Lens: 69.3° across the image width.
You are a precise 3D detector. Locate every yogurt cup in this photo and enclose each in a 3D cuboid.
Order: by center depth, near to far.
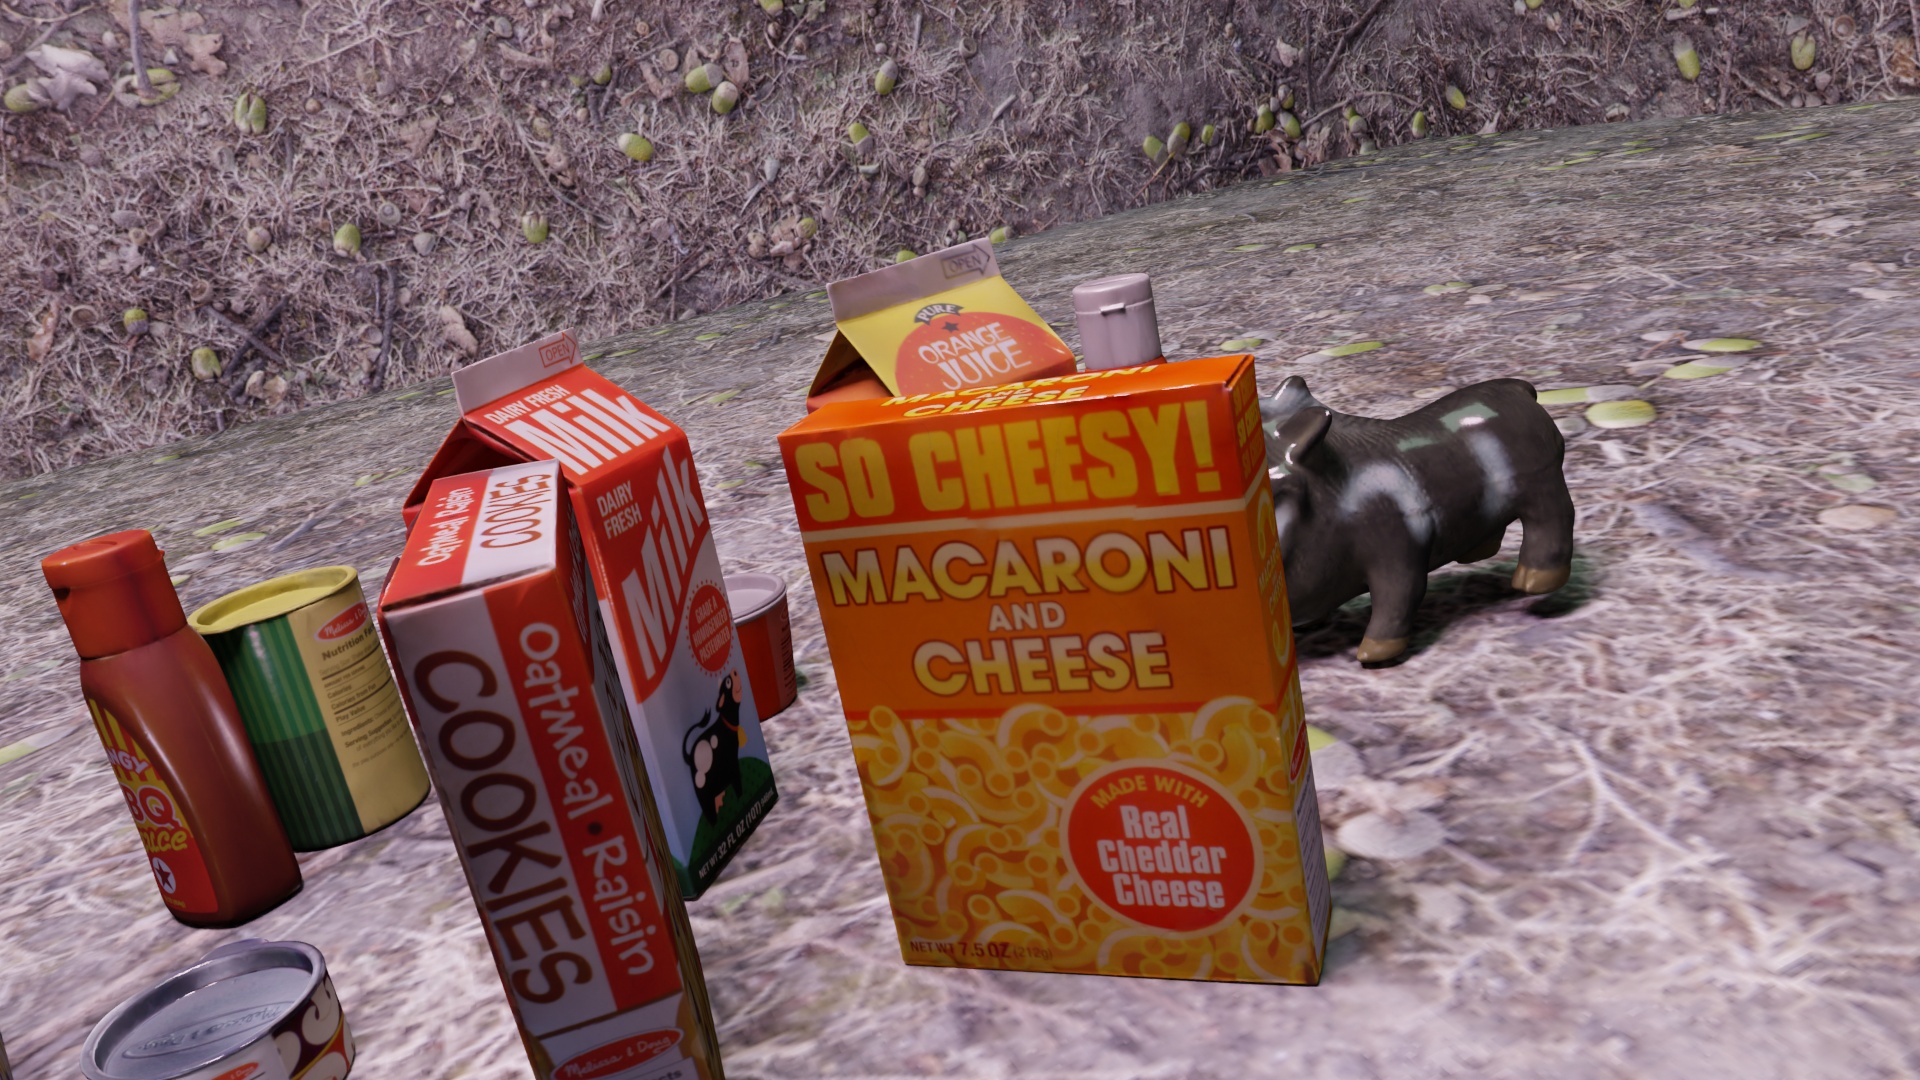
[{"bbox_3d":[-0.106,0.050,0.624,0.072,0.053,0.072,-11,17,3],"label":"yogurt cup"}]

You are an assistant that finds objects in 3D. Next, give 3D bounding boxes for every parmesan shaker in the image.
[{"bbox_3d":[-0.274,0.071,0.584,0.071,0.102,0.071,-11,17,3],"label":"parmesan shaker"}]

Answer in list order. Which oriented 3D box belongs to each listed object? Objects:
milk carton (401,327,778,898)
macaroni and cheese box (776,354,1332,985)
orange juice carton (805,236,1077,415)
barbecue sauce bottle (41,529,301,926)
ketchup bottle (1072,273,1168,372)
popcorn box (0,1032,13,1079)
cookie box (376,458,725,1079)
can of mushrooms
[{"bbox_3d":[-0.130,0.025,0.489,0.073,0.190,0.072,-6,18,20],"label":"milk carton"},{"bbox_3d":[0.028,0.039,0.383,0.123,0.166,0.040,-5,18,22],"label":"macaroni and cheese box"},{"bbox_3d":[0.002,-0.006,0.499,0.072,0.192,0.073,-22,19,-31],"label":"orange juice carton"},{"bbox_3d":[-0.299,0.071,0.526,0.065,0.148,0.044,1,21,37],"label":"barbecue sauce bottle"},{"bbox_3d":[0.083,-0.050,0.658,0.065,0.148,0.044,-9,17,10],"label":"ketchup bottle"},{"bbox_3d":[-0.317,0.143,0.414,0.038,0.085,0.126,-24,21,-35],"label":"popcorn box"},{"bbox_3d":[-0.102,0.072,0.362,0.040,0.167,0.123,-15,17,-12],"label":"cookie box"},{"bbox_3d":[-0.218,0.150,0.413,0.071,0.033,0.071,-11,17,3],"label":"can of mushrooms"}]
